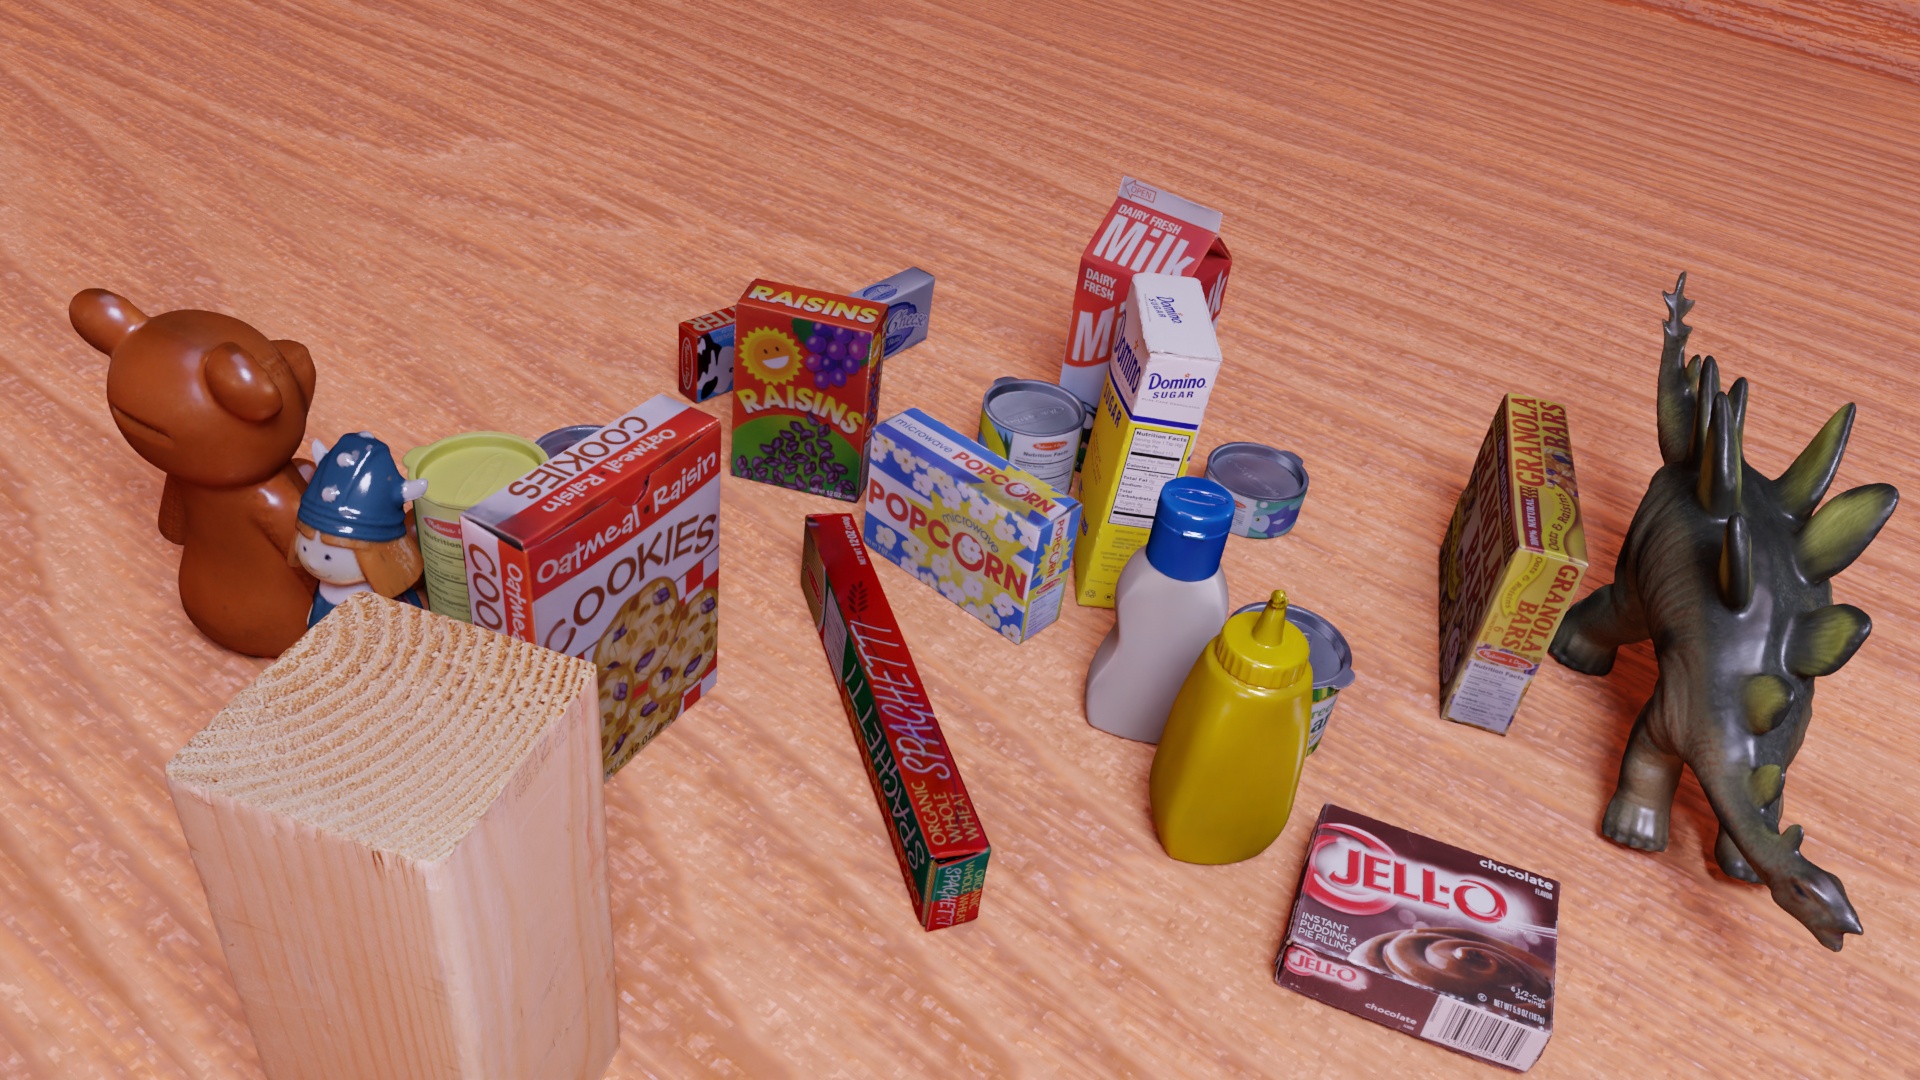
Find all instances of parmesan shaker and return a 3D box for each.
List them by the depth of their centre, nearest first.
[{"bbox_3d":[-0.243,0.004,0.709,0.071,0.102,0.072,5,37,-4],"label":"parmesan shaker"}]

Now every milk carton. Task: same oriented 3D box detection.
[{"bbox_3d":[0.116,-0.132,0.885,0.072,0.189,0.074,27,41,23],"label":"milk carton"}]

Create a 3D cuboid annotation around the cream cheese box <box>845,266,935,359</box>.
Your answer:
[{"bbox_3d":[-0.061,-0.155,0.994,0.024,0.053,0.104,31,42,27],"label":"cream cheese box"}]

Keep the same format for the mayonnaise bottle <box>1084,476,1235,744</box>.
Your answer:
[{"bbox_3d":[0.104,0.037,0.696,0.065,0.147,0.041,11,37,3],"label":"mayonnaise bottle"}]

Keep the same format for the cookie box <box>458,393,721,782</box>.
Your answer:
[{"bbox_3d":[-0.161,0.032,0.635,0.040,0.166,0.123,24,40,20],"label":"cookie box"}]

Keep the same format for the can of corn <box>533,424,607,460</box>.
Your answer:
[{"bbox_3d":[-0.209,-0.025,0.790,0.071,0.058,0.071,5,37,-4],"label":"can of corn"}]

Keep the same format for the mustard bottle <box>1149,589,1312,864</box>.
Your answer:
[{"bbox_3d":[0.129,0.081,0.633,0.065,0.159,0.049,1,38,-10],"label":"mustard bottle"}]

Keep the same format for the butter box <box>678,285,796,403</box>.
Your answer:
[{"bbox_3d":[-0.146,-0.136,0.953,0.024,0.052,0.104,34,44,30],"label":"butter box"}]

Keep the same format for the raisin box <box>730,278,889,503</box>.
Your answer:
[{"bbox_3d":[-0.093,-0.090,0.846,0.086,0.122,0.040,13,37,6],"label":"raisin box"}]

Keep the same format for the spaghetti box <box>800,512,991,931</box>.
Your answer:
[{"bbox_3d":[-0.039,0.079,0.694,0.029,0.049,0.251,-6,39,-18],"label":"spaghetti box"}]

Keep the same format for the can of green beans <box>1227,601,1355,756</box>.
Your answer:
[{"bbox_3d":[0.166,0.075,0.733,0.071,0.057,0.071,5,37,-4],"label":"can of green beans"}]

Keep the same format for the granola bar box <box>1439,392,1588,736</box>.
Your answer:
[{"bbox_3d":[0.310,0.009,0.793,0.039,0.123,0.166,15,37,8],"label":"granola bar box"}]

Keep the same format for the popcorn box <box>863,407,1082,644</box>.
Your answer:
[{"bbox_3d":[0.003,-0.010,0.790,0.127,0.084,0.038,32,43,28],"label":"popcorn box"}]

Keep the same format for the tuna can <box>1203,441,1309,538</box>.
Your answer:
[{"bbox_3d":[0.191,-0.033,0.901,0.071,0.032,0.071,5,37,-4],"label":"tuna can"}]

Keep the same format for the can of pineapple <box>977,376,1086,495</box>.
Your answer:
[{"bbox_3d":[0.043,-0.063,0.891,0.071,0.057,0.071,5,37,-4],"label":"can of pineapple"}]
